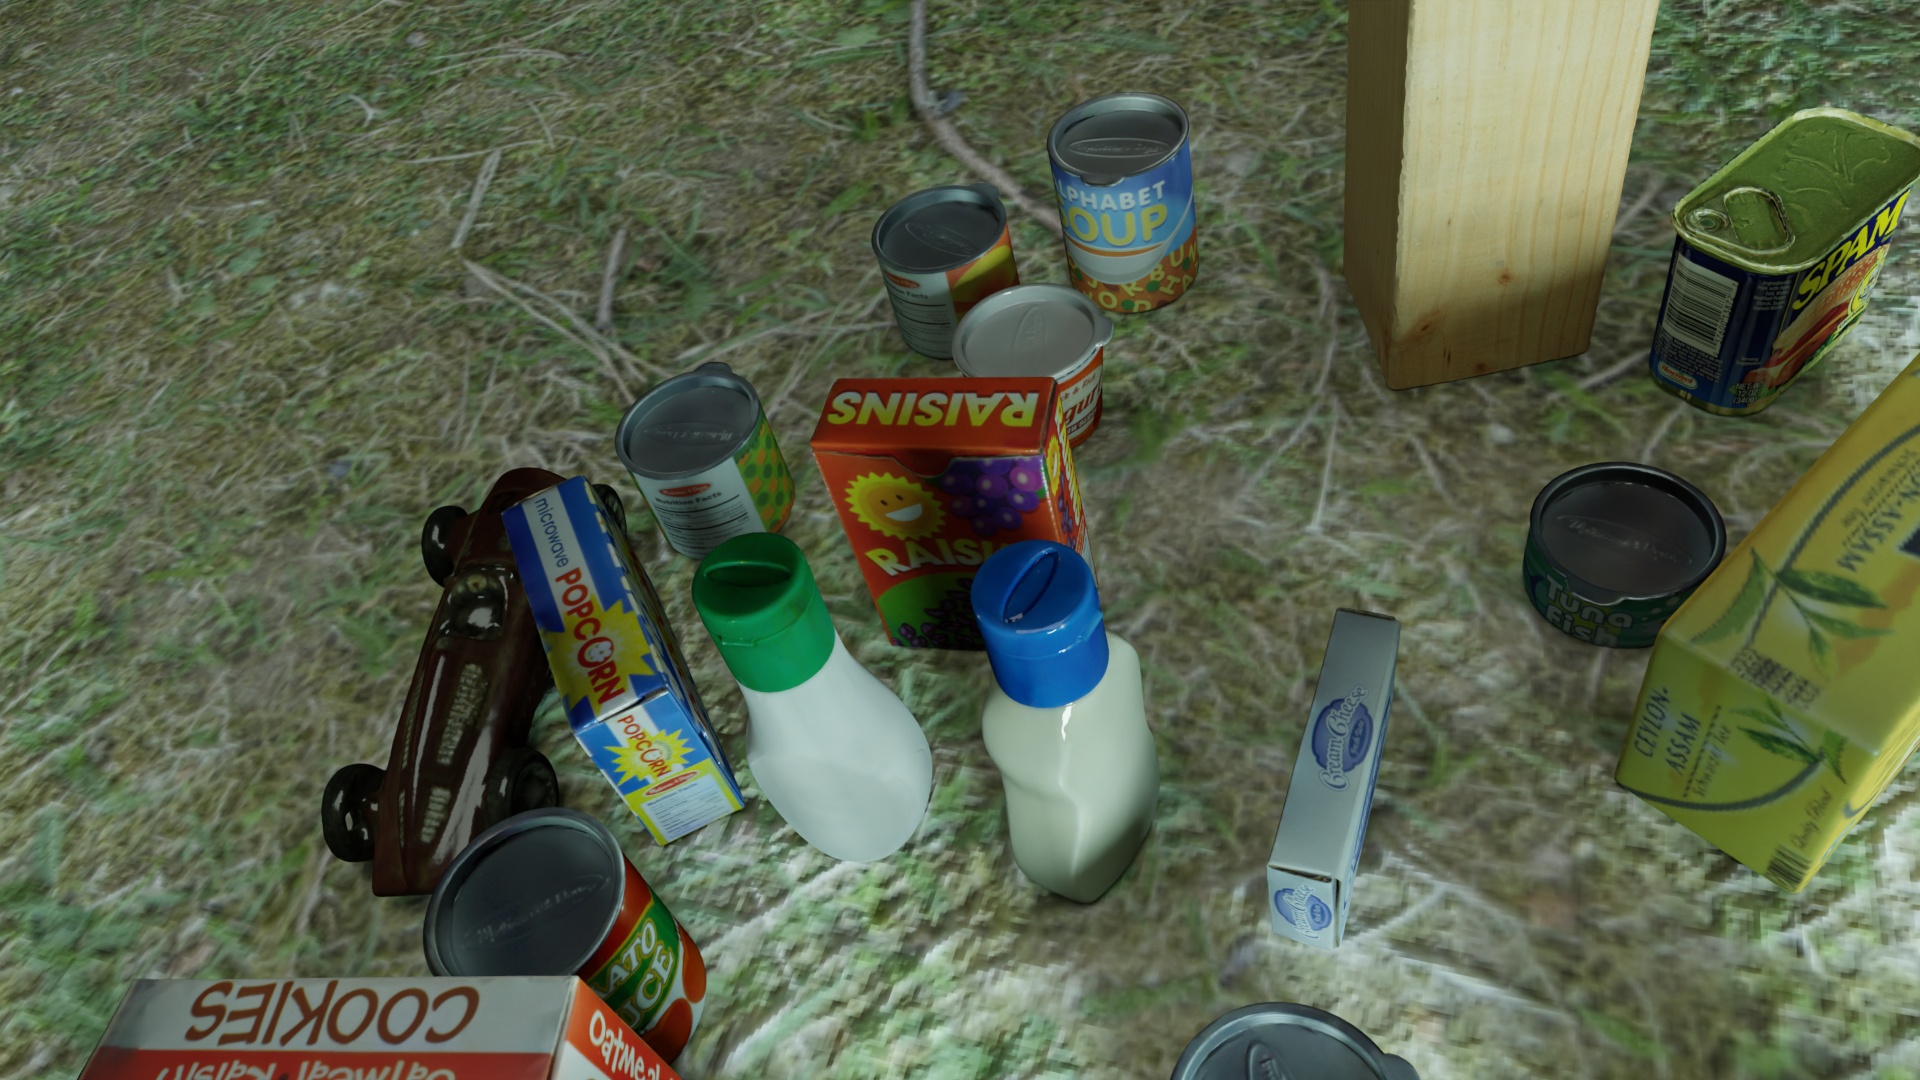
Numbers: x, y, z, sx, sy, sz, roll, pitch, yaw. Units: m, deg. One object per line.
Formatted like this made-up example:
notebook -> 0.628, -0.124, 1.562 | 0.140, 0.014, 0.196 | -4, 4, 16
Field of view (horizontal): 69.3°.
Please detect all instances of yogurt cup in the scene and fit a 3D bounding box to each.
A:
yogurt cup -> 0.034, -0.075, 0.628 | 0.072, 0.053, 0.073 | -7, 49, 8

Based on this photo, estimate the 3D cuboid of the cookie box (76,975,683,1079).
cookie box -> -0.134, 0.171, 0.384 | 0.123, 0.166, 0.040 | -4, 50, 11

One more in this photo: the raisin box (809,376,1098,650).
raisin box -> 0.002, -0.007, 0.532 | 0.086, 0.122, 0.040 | 2, 51, 16

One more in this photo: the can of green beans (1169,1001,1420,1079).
can of green beans -> 0.094, 0.175, 0.397 | 0.071, 0.057, 0.071 | -7, 49, 8

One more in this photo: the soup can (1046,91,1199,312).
soup can -> 0.079, -0.160, 0.670 | 0.071, 0.083, 0.072 | -7, 49, 8

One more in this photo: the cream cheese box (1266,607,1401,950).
cream cheese box -> 0.128, 0.080, 0.472 | 0.024, 0.053, 0.104 | 10, 53, 22

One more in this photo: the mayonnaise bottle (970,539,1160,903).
mayonnaise bottle -> 0.034, 0.059, 0.451 | 0.041, 0.147, 0.065 | 19, 58, 28

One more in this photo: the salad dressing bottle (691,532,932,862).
salad dressing bottle -> -0.050, 0.057, 0.474 | 0.064, 0.147, 0.044 | 2, 51, 16

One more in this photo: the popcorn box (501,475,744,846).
popcorn box -> -0.134, 0.045, 0.547 | 0.038, 0.084, 0.127 | -26, 49, -8

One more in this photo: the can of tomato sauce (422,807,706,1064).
can of tomato sauce -> -0.128, 0.140, 0.466 | 0.071, 0.082, 0.071 | -7, 49, 8

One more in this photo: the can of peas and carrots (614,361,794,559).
can of peas and carrots -> -0.113, -0.036, 0.629 | 0.071, 0.058, 0.071 | -7, 49, 8

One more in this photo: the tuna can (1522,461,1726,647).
tuna can -> 0.245, 0.007, 0.519 | 0.071, 0.032, 0.071 | -7, 49, 8

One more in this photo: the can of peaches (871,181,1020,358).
can of peaches -> -0.003, -0.133, 0.685 | 0.071, 0.057, 0.071 | -7, 49, 8
